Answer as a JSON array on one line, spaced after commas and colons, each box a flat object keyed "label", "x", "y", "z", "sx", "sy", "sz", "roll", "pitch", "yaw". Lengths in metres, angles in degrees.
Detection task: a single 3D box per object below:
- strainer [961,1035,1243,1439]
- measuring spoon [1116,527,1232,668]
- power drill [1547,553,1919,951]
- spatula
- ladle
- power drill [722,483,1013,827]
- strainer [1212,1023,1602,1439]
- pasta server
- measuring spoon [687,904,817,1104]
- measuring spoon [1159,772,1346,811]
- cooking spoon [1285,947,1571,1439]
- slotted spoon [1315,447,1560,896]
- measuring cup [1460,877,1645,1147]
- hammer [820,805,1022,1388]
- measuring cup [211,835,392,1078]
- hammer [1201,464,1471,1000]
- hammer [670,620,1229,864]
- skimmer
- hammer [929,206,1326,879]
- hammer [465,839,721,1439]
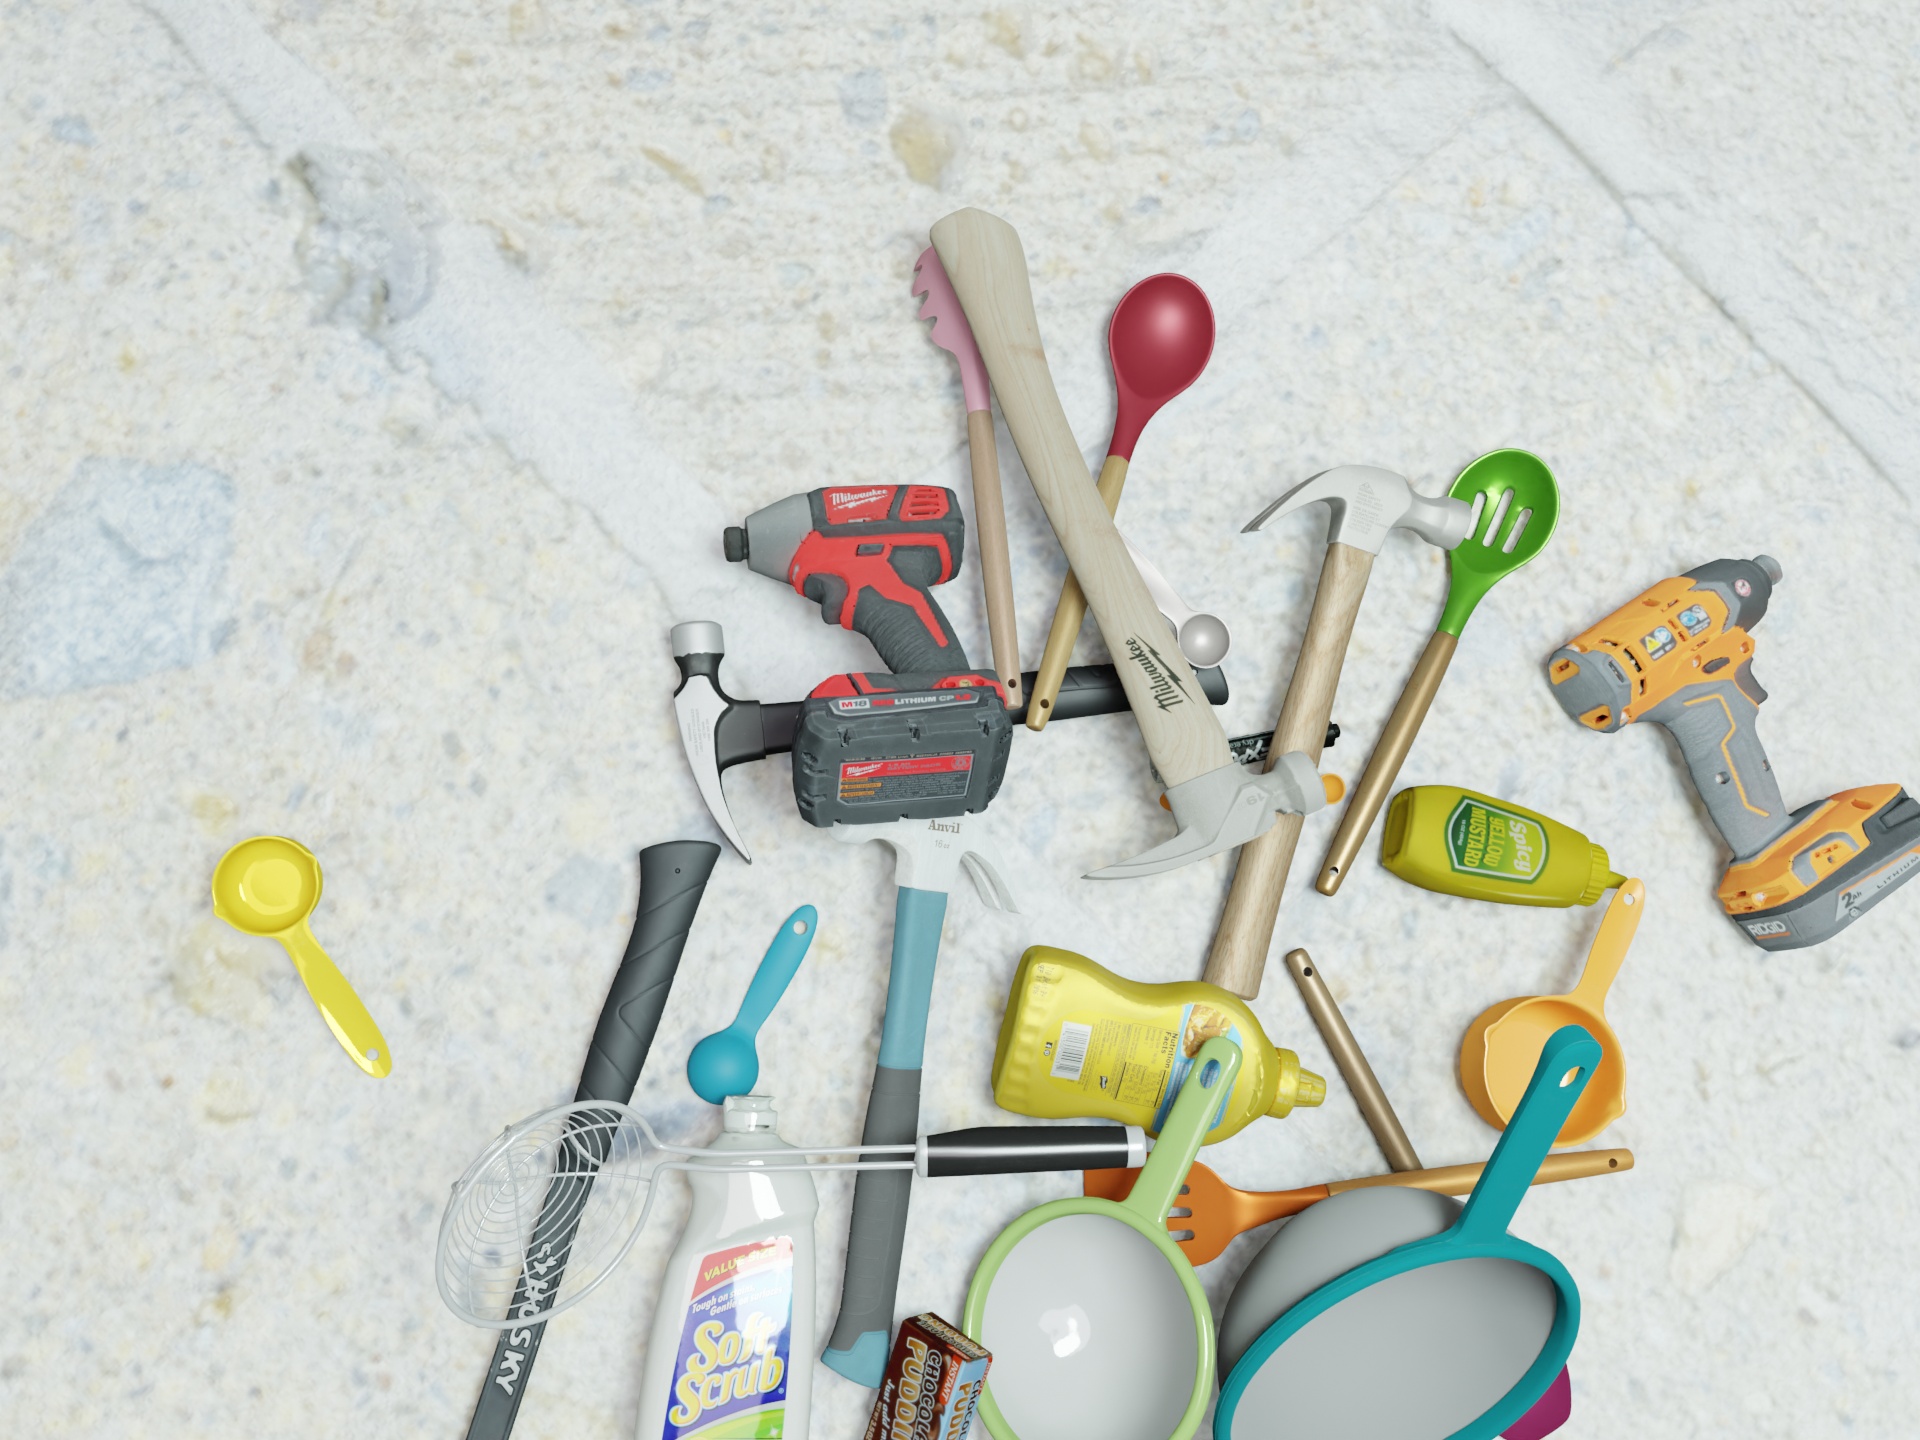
[{"label": "strainer", "x": 0.104, "y": 0.299, "z": 0.892, "sx": 0.152, "sy": 0.069, "sz": 0.256, "roll": 23, "pitch": 84, "yaw": 35}, {"label": "measuring spoon", "x": 0.114, "y": -0.079, "z": 0.960, "sx": 0.034, "sy": 0.018, "sz": 0.124, "roll": -44, "pitch": 90, "yaw": -11}, {"label": "power drill", "x": 0.497, "y": 0.010, "z": 0.991, "sx": 0.164, "sy": 0.084, "sz": 0.226, "roll": -32, "pitch": 82, "yaw": -10}, {"label": "spatula", "x": 0.235, "y": 0.274, "z": 0.933, "sx": 0.322, "sy": 0.041, "sz": 0.081, "roll": -5, "pitch": 84, "yaw": -5}, {"label": "ladle", "x": 0.091, "y": -0.137, "z": 0.980, "sx": 0.069, "sy": 0.031, "sz": 0.315, "roll": 21, "pitch": 72, "yaw": -8}, {"label": "power drill", "x": -0.055, "y": -0.050, "z": 0.900, "sx": 0.143, "sy": 0.078, "sz": 0.220, "roll": -4, "pitch": 48, "yaw": -12}, {"label": "strainer", "x": 0.240, "y": 0.274, "z": 0.852, "sx": 0.211, "sy": 0.095, "sz": 0.340, "roll": 5, "pitch": 119, "yaw": -20}, {"label": "pasta server", "x": 0.014, "y": -0.160, "z": 0.977, "sx": 0.060, "sy": 0.040, "sz": 0.316, "roll": -4, "pitch": 78, "yaw": -8}, {"label": "measuring spoon", "x": -0.118, "y": 0.165, "z": 0.928, "sx": 0.042, "sy": 0.021, "sz": 0.128, "roll": 28, "pitch": 81, "yaw": -1}, {"label": "measuring spoon", "x": 0.181, "y": 0.046, "z": 0.987, "sx": 0.117, "sy": 0.011, "sz": 0.021, "roll": -4, "pitch": 85, "yaw": -3}, {"label": "cooking spoon", "x": 0.275, "y": 0.281, "z": 0.952, "sx": 0.069, "sy": 0.017, "sz": 0.319, "roll": -26, "pitch": 85, "yaw": -9}, {"label": "slotted spoon", "x": 0.292, "y": -0.031, "z": 0.997, "sx": 0.070, "sy": 0.031, "sz": 0.314, "roll": 25, "pitch": 78, "yaw": 16}, {"label": "measuring cup", "x": 0.366, "y": 0.173, "z": 0.964, "sx": 0.095, "sy": 0.052, "sz": 0.174, "roll": 30, "pitch": 77, "yaw": -1}, {"label": "hammer", "x": -0.038, "y": 0.210, "z": 0.905, "sx": 0.128, "sy": 0.033, "sz": 0.331, "roll": 10, "pitch": 86, "yaw": -36}, {"label": "measuring cup", "x": -0.369, "y": 0.136, "z": 0.911, "sx": 0.062, "sy": 0.029, "sz": 0.156, "roll": -30, "pitch": 97, "yaw": -10}, {"label": "hammer", "x": 0.204, "y": 0.005, "z": 0.961, "sx": 0.130, "sy": 0.031, "sz": 0.331, "roll": 17, "pitch": 87, "yaw": -9}, {"label": "hammer", "x": -0.002, "y": -0.003, "z": 0.963, "sx": 0.334, "sy": 0.035, "sz": 0.146, "roll": -7, "pitch": 81, "yaw": -7}, {"label": "skimmer", "x": -0.079, "y": 0.249, "z": 0.825, "sx": 0.363, "sy": 0.090, "sz": 0.127, "roll": -1, "pitch": 115, "yaw": -5}, {"label": "hammer", "x": 0.064, "y": -0.110, "z": 0.932, "sx": 0.146, "sy": 0.038, "sz": 0.411, "roll": -22, "pitch": 82, "yaw": -6}, {"label": "hammer", "x": -0.214, "y": 0.261, "z": 0.897, "sx": 0.149, "sy": 0.036, "sz": 0.409, "roll": 18, "pitch": 79, "yaw": -4}]
